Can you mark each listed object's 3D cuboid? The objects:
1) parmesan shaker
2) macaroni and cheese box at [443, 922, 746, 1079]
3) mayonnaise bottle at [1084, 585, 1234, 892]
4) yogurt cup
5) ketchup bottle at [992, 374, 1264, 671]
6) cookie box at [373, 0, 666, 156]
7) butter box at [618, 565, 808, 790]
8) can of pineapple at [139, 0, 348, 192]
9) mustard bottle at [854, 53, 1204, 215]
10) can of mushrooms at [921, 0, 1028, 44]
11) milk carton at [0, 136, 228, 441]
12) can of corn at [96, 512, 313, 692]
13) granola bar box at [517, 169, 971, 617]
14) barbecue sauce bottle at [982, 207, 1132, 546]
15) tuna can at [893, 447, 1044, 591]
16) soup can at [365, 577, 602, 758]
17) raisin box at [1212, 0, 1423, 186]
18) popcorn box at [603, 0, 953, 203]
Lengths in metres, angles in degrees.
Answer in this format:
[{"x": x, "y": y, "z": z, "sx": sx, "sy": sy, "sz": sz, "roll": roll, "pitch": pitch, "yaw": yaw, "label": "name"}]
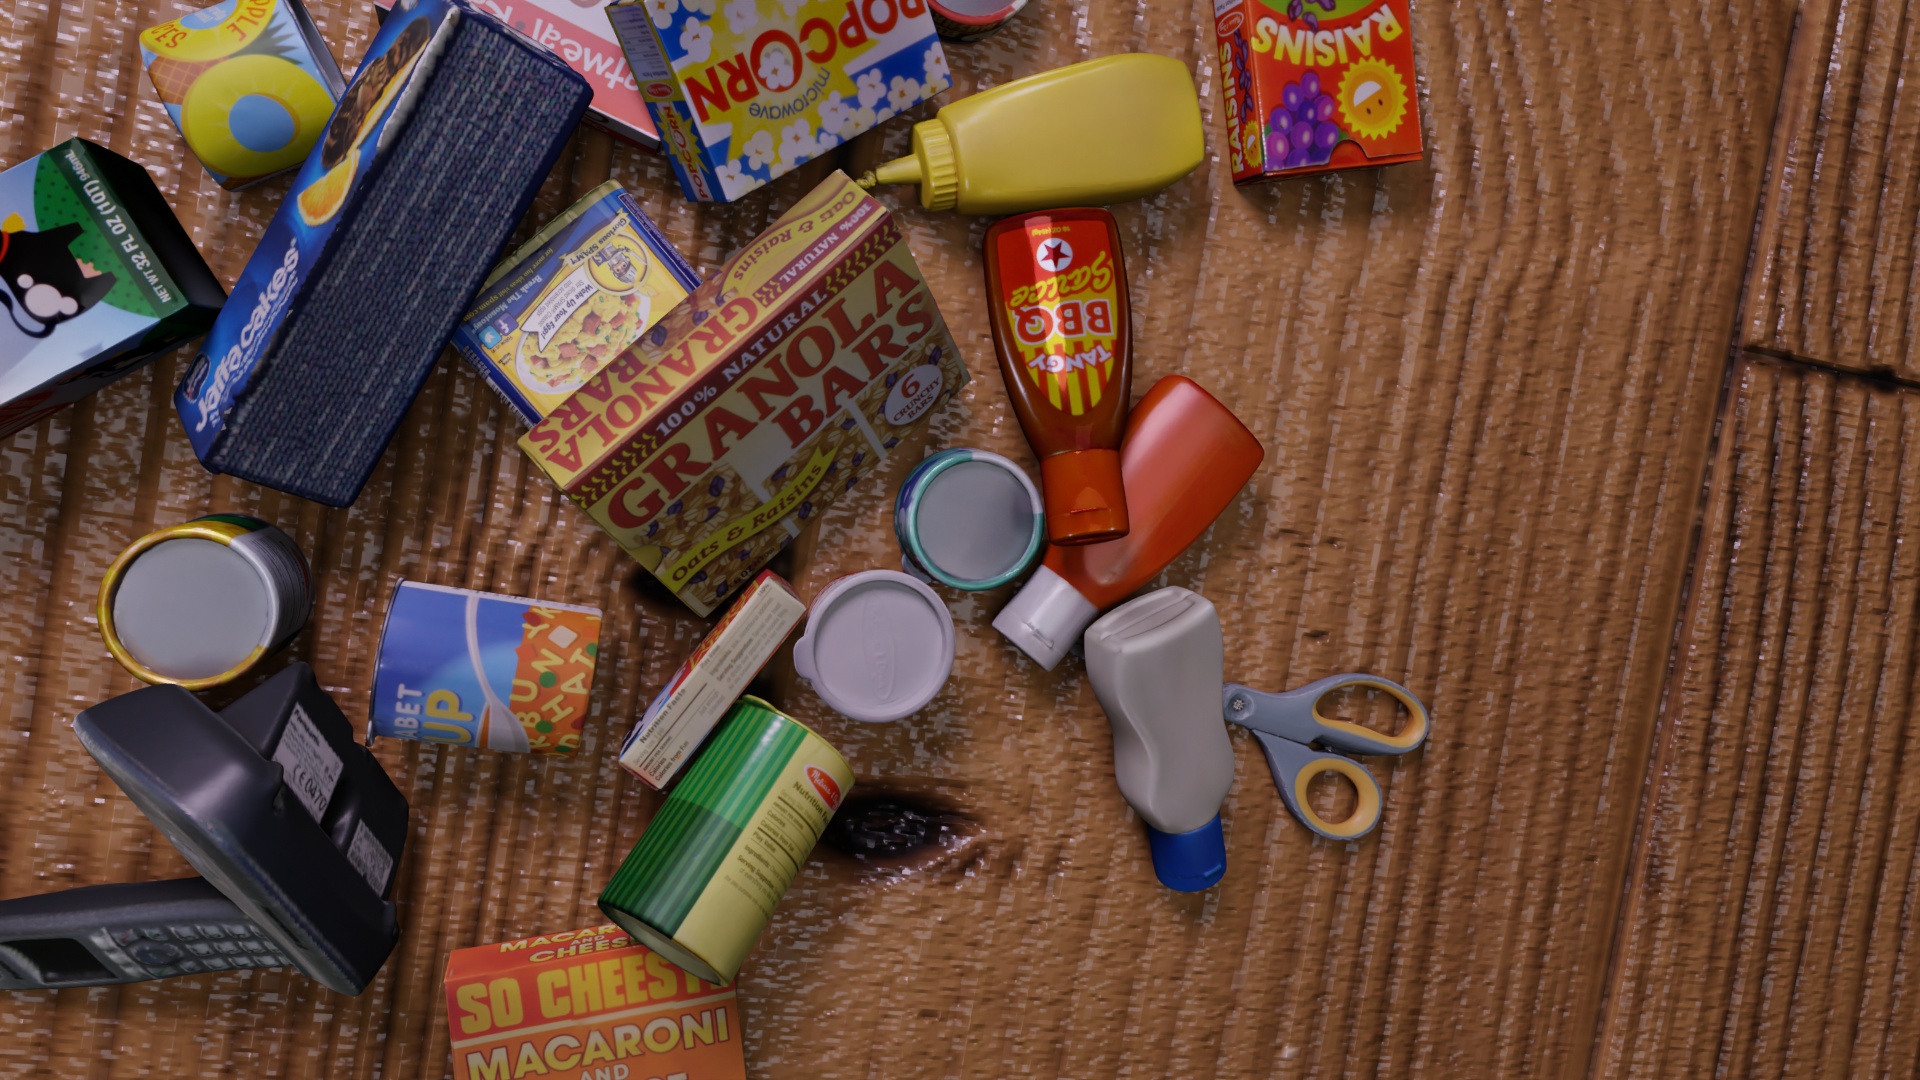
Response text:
[{"x": -0.101, "y": 0.127, "z": 0.597, "sx": 0.071, "sy": 0.071, "sz": 0.103, "roll": 41, "pitch": 61, "yaw": -14, "label": "parmesan shaker"}, {"x": -0.159, "y": 0.259, "z": 0.629, "sx": 0.124, "sy": 0.040, "sz": 0.166, "roll": -7, "pitch": 97, "yaw": -14, "label": "macaroni and cheese box"}, {"x": 0.100, "y": 0.098, "z": 0.660, "sx": 0.065, "sy": 0.041, "sz": 0.147, "roll": -24, "pitch": 117, "yaw": -23, "label": "mayonnaise bottle"}, {"x": -0.041, "y": 0.044, "z": 0.631, "sx": 0.072, "sy": 0.054, "sz": 0.072, "roll": -1, "pitch": 96, "yaw": -14, "label": "yogurt cup"}, {"x": 0.076, "y": -0.005, "z": 0.660, "sx": 0.064, "sy": 0.043, "sz": 0.149, "roll": 41, "pitch": 85, "yaw": -11, "label": "ketchup bottle"}, {"x": -0.151, "y": -0.266, "z": 0.583, "sx": 0.123, "sy": 0.040, "sz": 0.167, "roll": 23, "pitch": 89, "yaw": -15, "label": "cookie box"}, {"x": -0.109, "y": 0.059, "z": 0.616, "sx": 0.024, "sy": 0.053, "sz": 0.103, "roll": 39, "pitch": 85, "yaw": -11, "label": "butter box"}, {"x": -0.276, "y": -0.179, "z": 0.545, "sx": 0.058, "sy": 0.071, "sz": 0.071, "roll": -25, "pitch": 101, "yaw": -10, "label": "can of pineapple"}, {"x": 0.028, "y": -0.178, "z": 0.630, "sx": 0.160, "sy": 0.049, "sz": 0.065, "roll": -13, "pitch": 97, "yaw": -12, "label": "mustard bottle"}, {"x": 0.001, "y": -0.258, "z": 0.623, "sx": 0.071, "sy": 0.033, "sz": 0.071, "roll": -1, "pitch": 96, "yaw": -14, "label": "can of mushrooms"}, {"x": -0.389, "y": -0.072, "z": 0.525, "sx": 0.191, "sy": 0.073, "sz": 0.072, "roll": -30, "pitch": 102, "yaw": -9, "label": "milk carton"}, {"x": -0.306, "y": 0.025, "z": 0.562, "sx": 0.071, "sy": 0.058, "sz": 0.071, "roll": -1, "pitch": 95, "yaw": -14, "label": "can of corn"}, {"x": -0.081, "y": -0.056, "z": 0.581, "sx": 0.166, "sy": 0.124, "sz": 0.039, "roll": -42, "pitch": 60, "yaw": -6, "label": "granola bar box"}, {"x": 0.049, "y": -0.073, "z": 0.628, "sx": 0.065, "sy": 0.043, "sz": 0.148, "roll": -7, "pitch": 81, "yaw": 0, "label": "barbecue sauce bottle"}, {"x": 0.002, "y": -0.008, "z": 0.647, "sx": 0.071, "sy": 0.033, "sz": 0.071, "roll": -1, "pitch": 95, "yaw": -14, "label": "tuna can"}, {"x": -0.199, "y": 0.057, "z": 0.586, "sx": 0.084, "sy": 0.071, "sz": 0.071, "roll": 10, "pitch": 93, "yaw": -15, "label": "soup can"}, {"x": 0.169, "y": -0.237, "z": 0.663, "sx": 0.086, "sy": 0.040, "sz": 0.123, "roll": -10, "pitch": 98, "yaw": -13, "label": "raisin box"}, {"x": -0.071, "y": -0.206, "z": 0.580, "sx": 0.127, "sy": 0.038, "sz": 0.085, "roll": -36, "pitch": 123, "yaw": -25, "label": "popcorn box"}]
